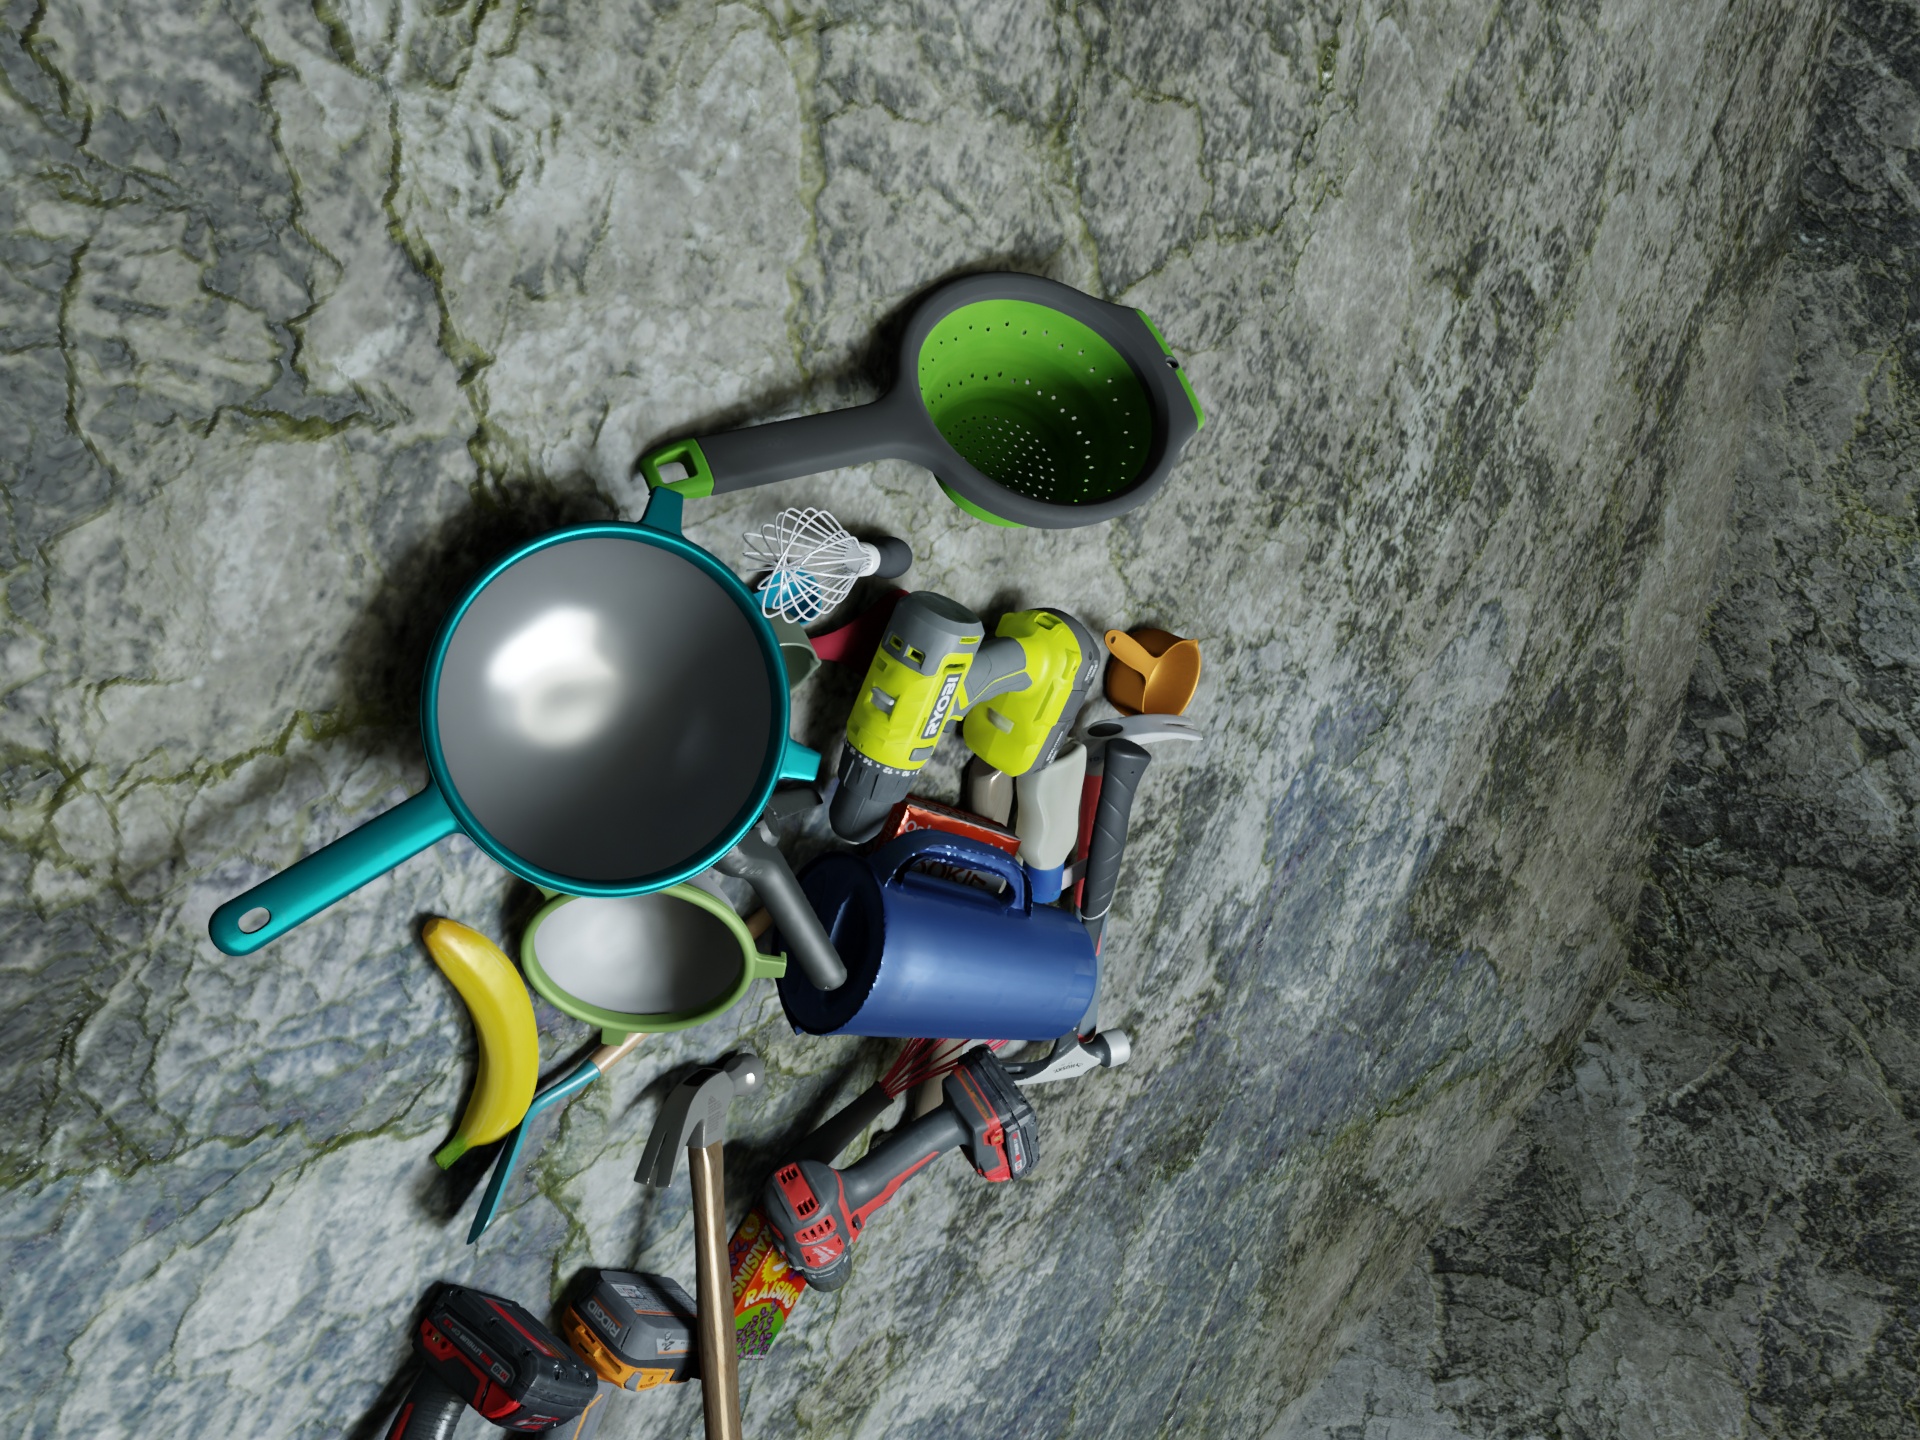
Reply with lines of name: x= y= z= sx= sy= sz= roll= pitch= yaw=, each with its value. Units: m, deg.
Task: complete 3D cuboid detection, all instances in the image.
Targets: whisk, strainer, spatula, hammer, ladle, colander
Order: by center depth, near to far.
strainer: x=-0.260 y=0.026 z=0.895 sx=0.340 sy=0.095 sz=0.211 roll=-33 pitch=106 yaw=-24
strainer: x=-0.235 y=0.100 z=1.013 sx=0.151 sy=0.069 sz=0.256 roll=-25 pitch=126 yaw=18
whisk: x=-0.072 y=-0.104 z=1.017 sx=0.284 sy=0.070 sz=0.070 roll=-31 pitch=141 yaw=-76
colander: x=-0.029 y=-0.180 z=1.064 sx=0.397 sy=0.205 sz=0.094 roll=-17 pitch=161 yaw=-27
ladle: x=-0.132 y=-0.047 z=1.080 sx=0.315 sy=0.031 sz=0.069 roll=-11 pitch=121 yaw=-46
spatula: x=-0.231 y=0.235 z=1.116 sx=0.317 sy=0.044 sz=0.082 roll=-41 pitch=179 yaw=-32
hammer: x=-0.186 y=0.428 z=1.192 sx=0.130 sy=0.031 sz=0.331 roll=-11 pitch=100 yaw=-63
whisk: x=-0.048 y=0.300 z=1.341 sx=0.296 sy=0.073 sz=0.073 roll=-41 pitch=142 yaw=-3
hammer: x=0.009 y=0.210 z=1.413 sx=0.146 sy=0.038 sz=0.410 roll=-15 pitch=123 yaw=-48
hammer: x=0.116 y=0.185 z=1.456 sx=0.149 sy=0.036 sz=0.408 roll=-11 pitch=129 yaw=-24
hammer: x=0.140 y=0.159 z=1.504 sx=0.143 sy=0.038 sz=0.386 roll=-9 pitch=128 yaw=-12

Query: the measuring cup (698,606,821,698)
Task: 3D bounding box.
measuring cup: x=-0.145 y=-0.019 z=1.046 sx=0.083 sy=0.038 sz=0.167 roll=-16 pitch=158 yaw=-25

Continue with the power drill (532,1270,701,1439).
power drill: x=-0.284 y=0.542 z=1.220 sx=0.226 sy=0.084 sz=0.164 roll=-56 pitch=147 yaw=-4

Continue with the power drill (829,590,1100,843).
power drill: x=-0.002 y=-0.004 z=1.200 sx=0.228 sy=0.080 sz=0.190 roll=-9 pitch=127 yaw=-56

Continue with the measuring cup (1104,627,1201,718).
measuring cup: x=0.151 y=-0.053 z=1.411 sx=0.173 sy=0.052 sz=0.095 roll=31 pitch=87 yaw=-53

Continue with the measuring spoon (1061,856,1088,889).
measuring spoon: x=0.085 y=0.155 z=1.442 sx=0.124 sy=0.018 sz=0.034 roll=-31 pitch=130 yaw=1

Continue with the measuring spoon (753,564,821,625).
measuring spoon: x=-0.150 y=-0.071 z=1.049 sx=0.128 sy=0.021 sz=0.042 roll=-19 pitch=90 yaw=-34

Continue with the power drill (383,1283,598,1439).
power drill: x=-0.350 y=0.506 z=1.058 sx=0.220 sy=0.143 sz=0.078 roll=-57 pitch=147 yaw=-13

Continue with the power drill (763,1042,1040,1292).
power drill: x=-0.050 y=0.381 z=1.308 sx=0.226 sy=0.080 sz=0.187 roll=-27 pitch=144 yaw=-16
